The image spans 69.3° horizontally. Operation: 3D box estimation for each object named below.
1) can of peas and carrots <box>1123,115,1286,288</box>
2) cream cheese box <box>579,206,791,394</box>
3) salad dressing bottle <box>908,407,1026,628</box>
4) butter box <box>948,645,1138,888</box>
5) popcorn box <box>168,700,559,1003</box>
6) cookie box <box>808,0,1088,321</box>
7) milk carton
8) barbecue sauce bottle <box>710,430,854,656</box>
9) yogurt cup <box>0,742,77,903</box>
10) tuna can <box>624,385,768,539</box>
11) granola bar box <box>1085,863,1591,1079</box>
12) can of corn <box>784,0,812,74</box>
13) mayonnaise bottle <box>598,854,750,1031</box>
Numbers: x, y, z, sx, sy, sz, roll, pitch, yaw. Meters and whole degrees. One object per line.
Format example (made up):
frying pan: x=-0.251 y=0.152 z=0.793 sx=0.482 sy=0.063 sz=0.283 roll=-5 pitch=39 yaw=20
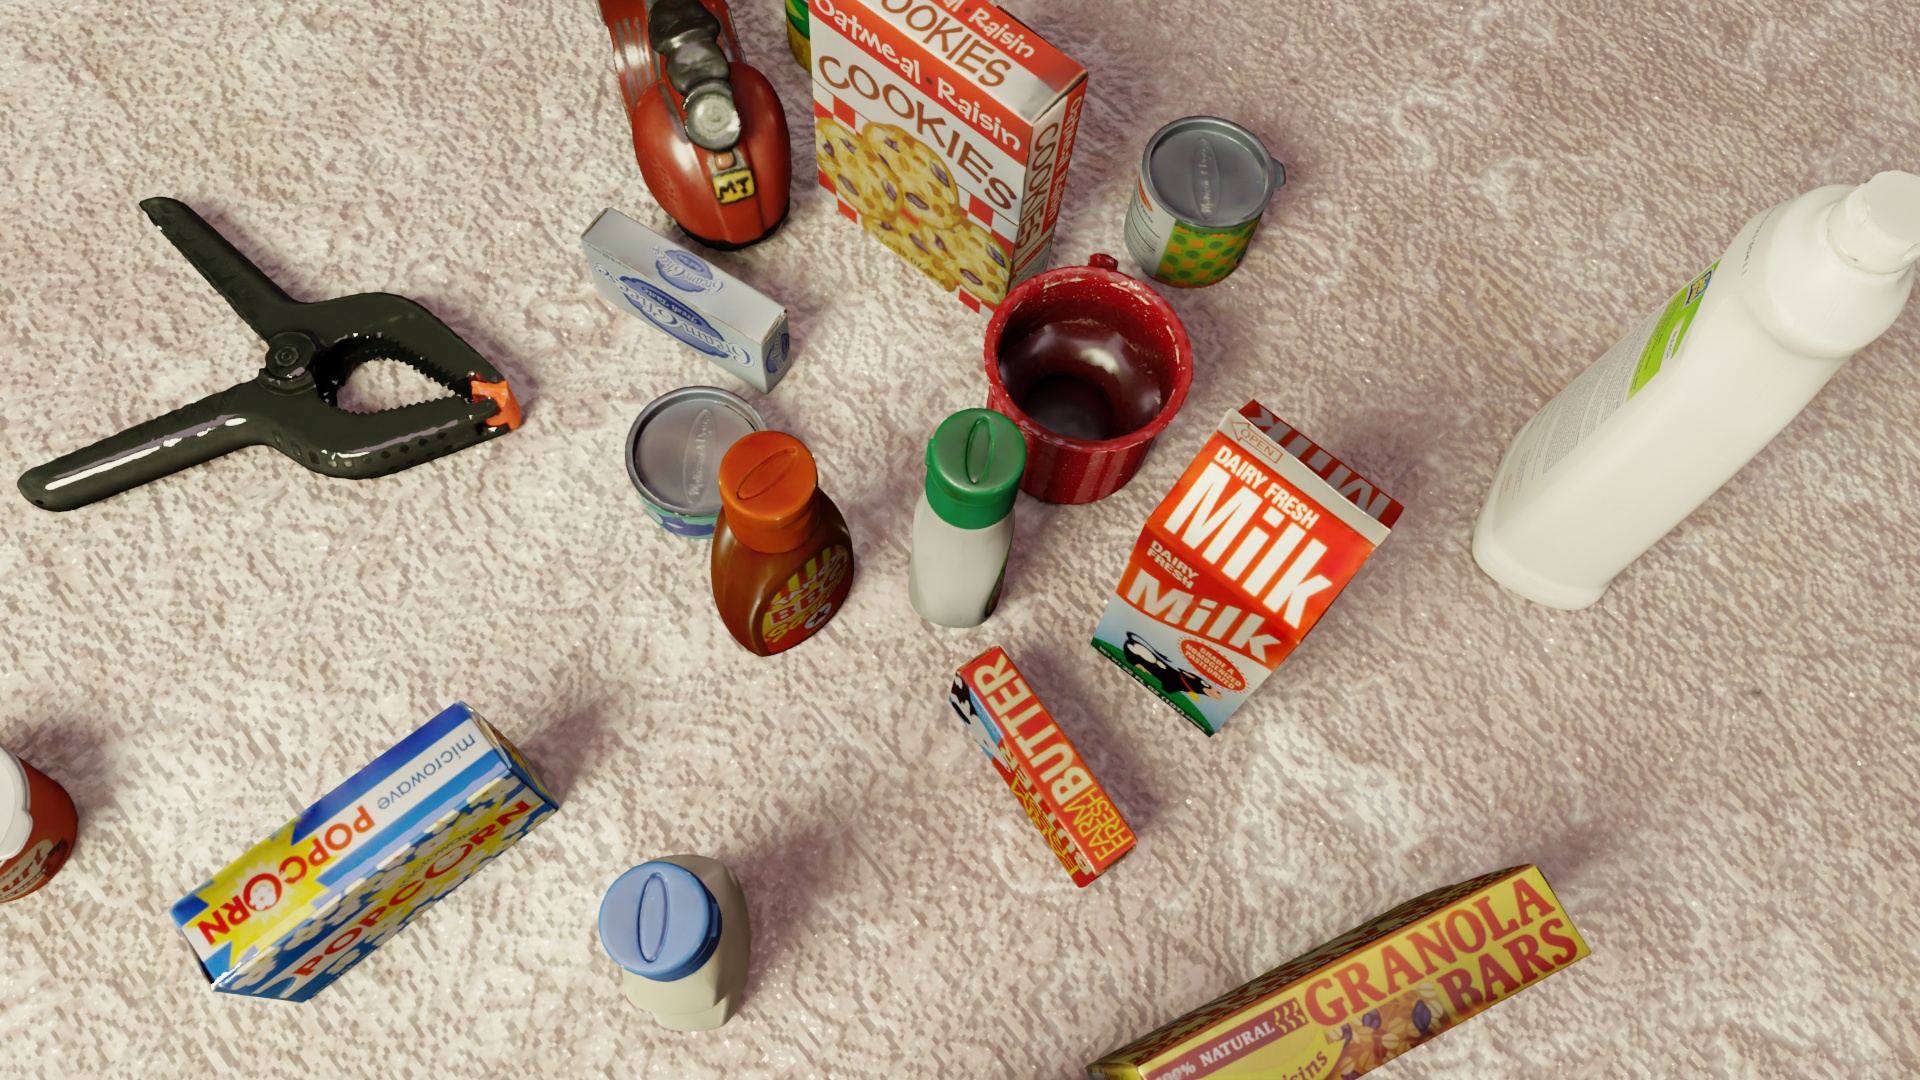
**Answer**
can of peas and carrots: x=0.122 y=-0.170 z=0.702 sx=0.071 sy=0.058 sz=0.071 roll=1 pitch=69 yaw=-3
cream cheese box: x=-0.130 y=-0.114 z=0.666 sx=0.104 sy=0.053 sz=0.024 roll=31 pitch=70 yaw=8
salad dressing bottle: x=0.002 y=-0.007 z=0.583 sx=0.044 sy=0.147 sz=0.064 roll=9 pitch=69 yaw=0
butter box: x=0.034 y=0.097 z=0.595 sx=0.024 sy=0.053 sz=0.103 roll=-32 pitch=74 yaw=-14
popcorn box: x=-0.229 y=0.124 z=0.549 sx=0.127 sy=0.085 sz=0.038 roll=-38 pitch=76 yaw=-16
cookie box: x=-0.010 y=-0.185 z=0.641 sx=0.123 sy=0.166 sz=0.040 roll=38 pitch=72 yaw=11
milk carton: x=0.113 y=0.010 z=0.561 sx=0.072 sy=0.189 sz=0.074 roll=39 pitch=72 yaw=11
barbecue sauce bottle: x=-0.075 y=0.001 z=0.574 sx=0.065 sy=0.148 sz=0.044 roll=-41 pitch=77 yaw=-17
yogurt cup: x=-0.397 y=0.115 z=0.558 sx=0.072 sy=0.053 sz=0.072 roll=1 pitch=69 yaw=-3
tuna can: x=-0.118 y=-0.036 z=0.647 sx=0.071 sy=0.032 sz=0.071 roll=1 pitch=69 yaw=-3
granola bar box: x=0.135 y=0.181 z=0.531 sx=0.166 sy=0.123 sz=0.039 roll=-22 pitch=72 yaw=-12
can of corn: x=-0.062 y=-0.288 z=0.737 sx=0.071 sy=0.058 sz=0.071 roll=1 pitch=69 yaw=-3
mayonnaise bottle: x=-0.103 y=0.147 z=0.515 sx=0.041 sy=0.147 sz=0.065 roll=1 pitch=69 yaw=-3
